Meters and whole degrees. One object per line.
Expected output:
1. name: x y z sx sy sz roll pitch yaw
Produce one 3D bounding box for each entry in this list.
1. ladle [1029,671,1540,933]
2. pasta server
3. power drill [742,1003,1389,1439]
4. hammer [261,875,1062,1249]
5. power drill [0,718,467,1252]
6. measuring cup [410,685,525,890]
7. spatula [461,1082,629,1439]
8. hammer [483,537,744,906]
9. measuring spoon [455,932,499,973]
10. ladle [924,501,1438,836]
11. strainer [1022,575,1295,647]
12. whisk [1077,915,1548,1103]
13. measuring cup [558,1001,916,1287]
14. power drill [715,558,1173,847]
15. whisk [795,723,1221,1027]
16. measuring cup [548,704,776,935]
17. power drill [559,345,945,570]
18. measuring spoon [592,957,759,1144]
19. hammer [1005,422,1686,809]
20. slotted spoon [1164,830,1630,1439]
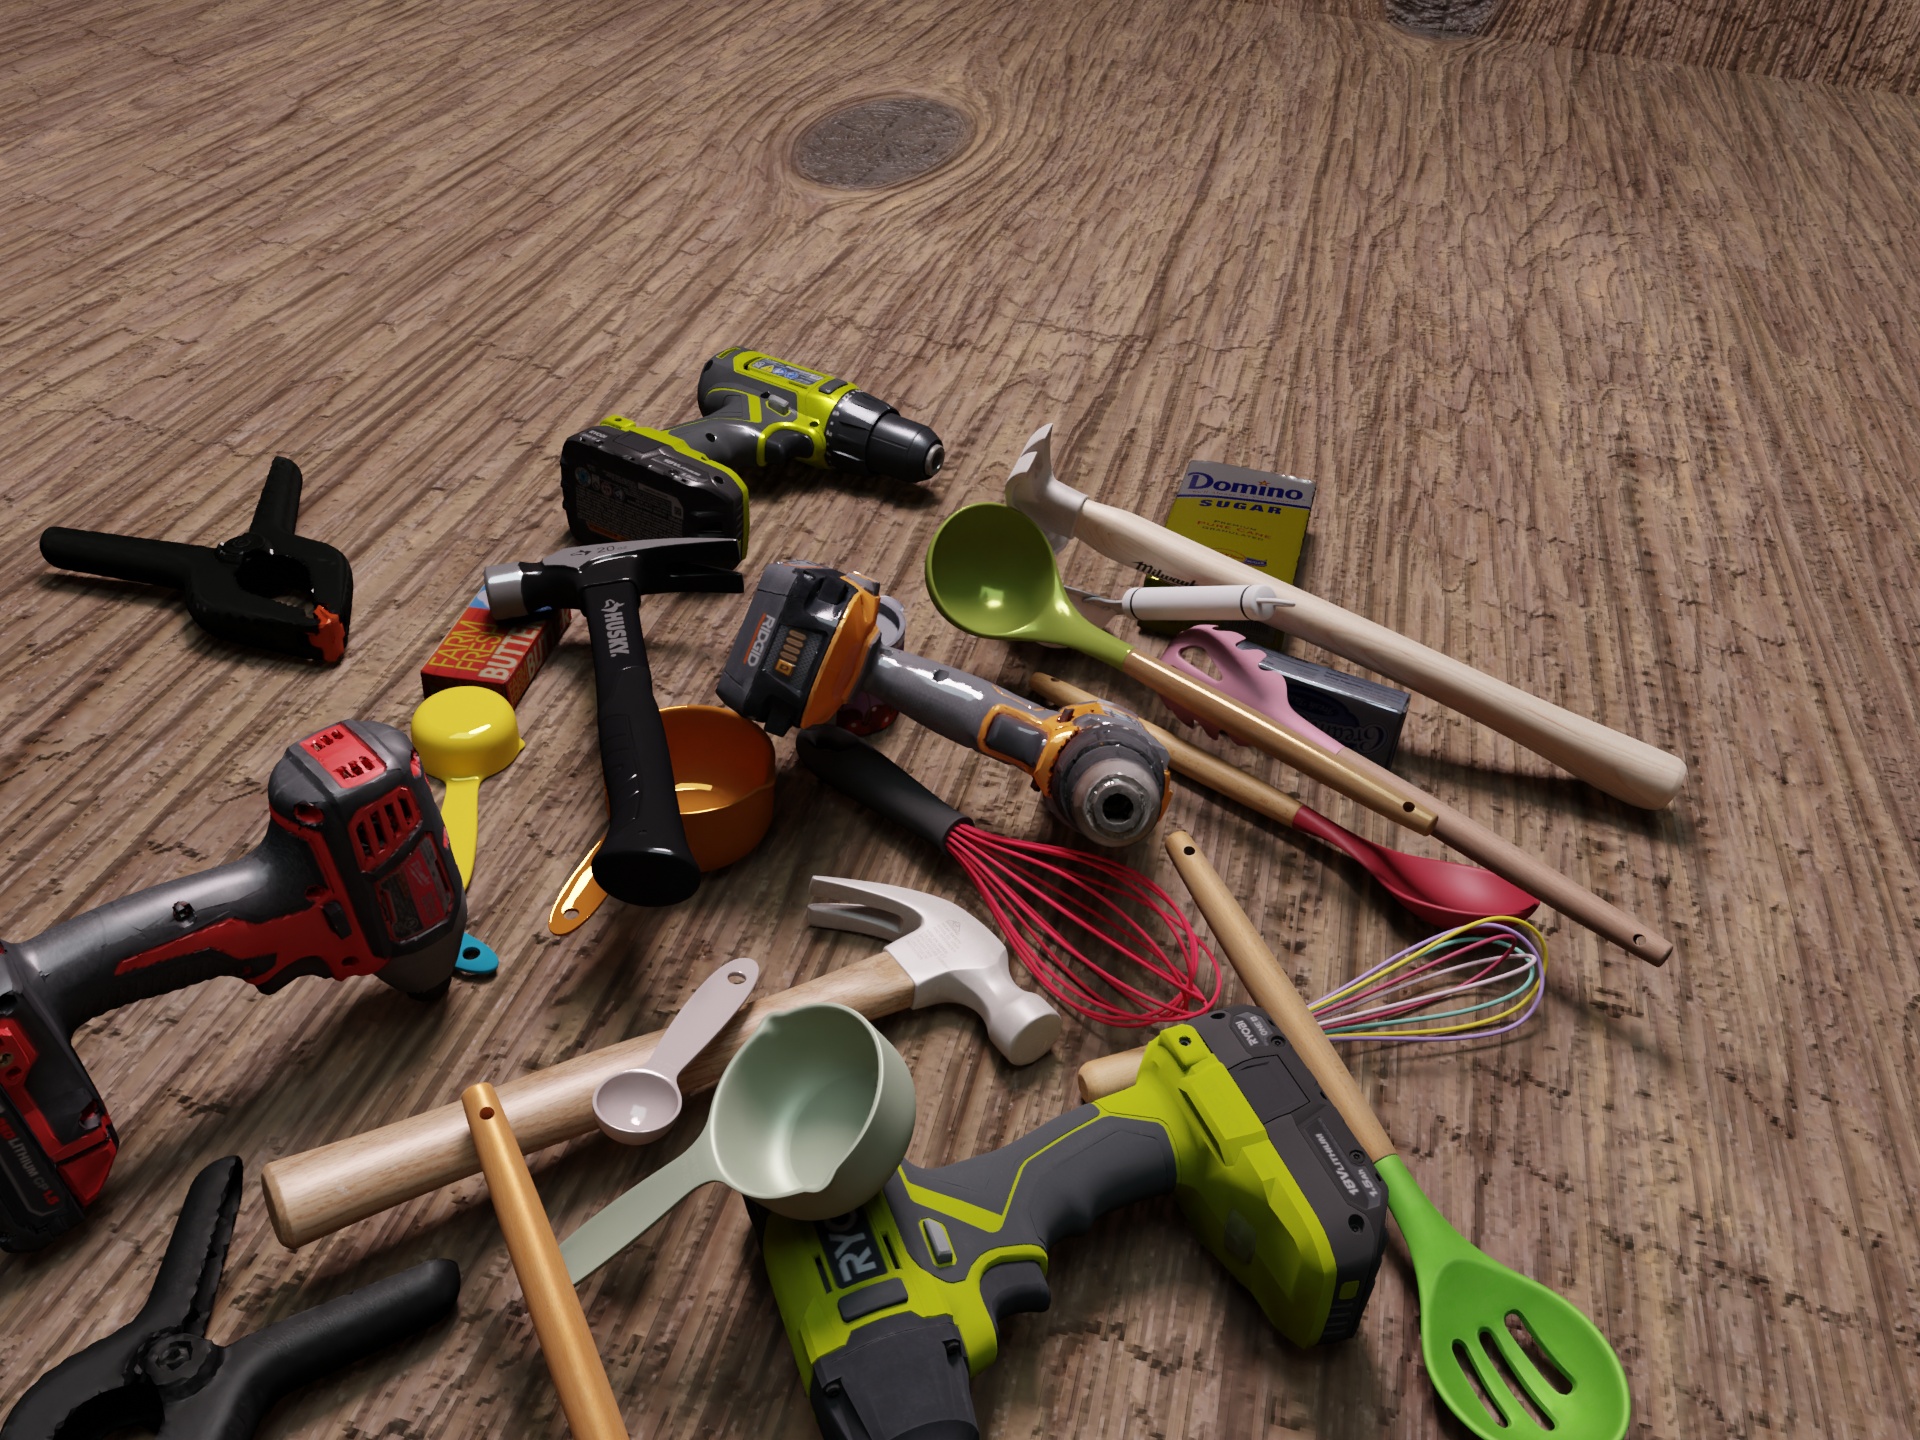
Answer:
1. ladle: 0.163 0.041 0.875 0.316 0.031 0.069 28 27 30
2. pasta server: 0.223 0.035 0.831 0.316 0.060 0.040 35 11 31
3. power drill: 0.042 0.204 0.612 0.223 0.080 0.171 -13 40 -17
4. hammer: -0.123 0.144 0.681 0.331 0.031 0.130 -15 40 -32
5. power drill: -0.308 0.105 0.652 0.219 0.143 0.079 -32 47 -30
6. measuring cup: -0.262 0.034 0.828 0.062 0.029 0.157 -3 37 -10
7. spatula: -0.111 0.254 0.526 0.081 0.041 0.323 -16 55 -25
8. hammer: -0.165 -0.013 0.811 0.146 0.035 0.335 -10 32 -11
9. measuring spoon: -0.273 0.088 0.762 0.129 0.021 0.042 21 40 21
10. ladle: 0.111 -0.027 0.854 0.320 0.062 0.078 31 73 28
11. strainer: 0.097 -0.066 0.927 0.086 0.050 0.258 16 -6 -34
12. whisk: 0.169 0.136 0.741 0.245 0.047 0.051 -12 42 -16
13. measuring cup: -0.088 0.173 0.594 0.167 0.038 0.083 -37 42 7
14. power drill: -0.001 -0.003 0.786 0.226 0.084 0.185 23 7 -1
15. whisk: 0.011 0.068 0.801 0.073 0.073 0.296 -26 41 -34
16. measuring cup: -0.154 0.062 0.789 0.095 0.052 0.174 16 41 13
17. power drill: -0.139 -0.178 1.082 0.191 0.080 0.228 23 38 22
18. measuring spoon: -0.113 0.136 0.659 0.034 0.018 0.124 18 28 11
19. hammer: 0.214 -0.053 0.906 0.410 0.146 0.038 25 81 8
20. slotted spoon: 0.167 0.166 0.676 0.070 0.031 0.314 -18 52 -15
